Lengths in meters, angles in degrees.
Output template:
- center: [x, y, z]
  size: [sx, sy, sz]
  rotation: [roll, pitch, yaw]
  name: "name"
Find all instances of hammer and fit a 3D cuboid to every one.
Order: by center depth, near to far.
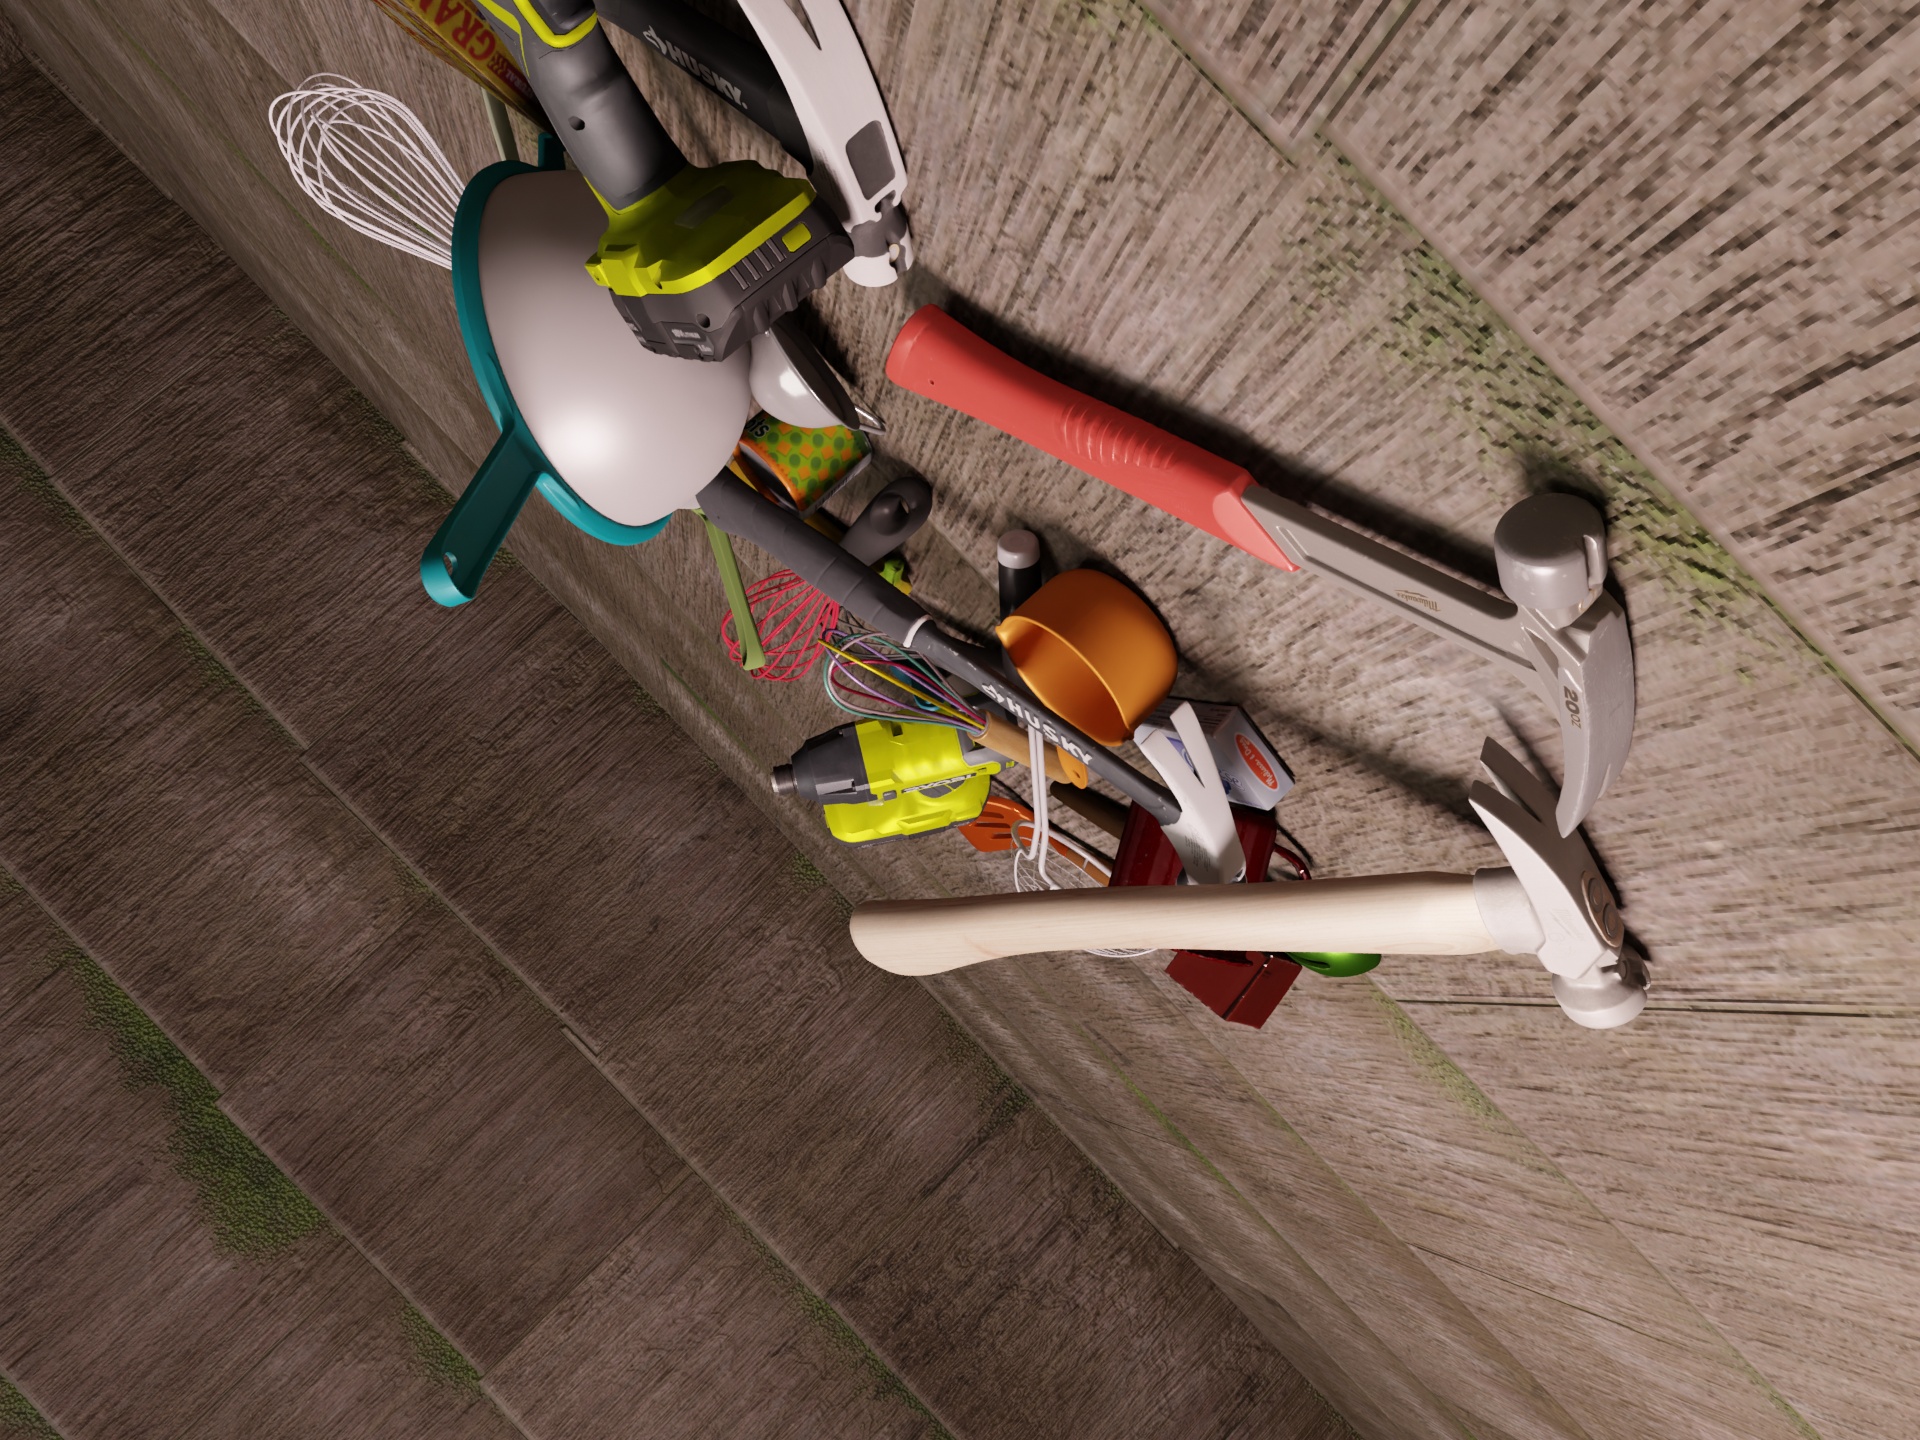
- center: [0.096, -0.085, 0.626]
  size: [0.359, 0.037, 0.148]
  rotation: [35, 163, 39]
  name: "hammer"
- center: [-0.151, -0.321, 0.694]
  size: [0.335, 0.035, 0.146]
  rotation: [41, 167, 25]
  name: "hammer"
- center: [0.094, 0.087, 0.754]
  size: [0.411, 0.038, 0.146]
  rotation: [-9, 131, 41]
  name: "hammer"
- center: [-0.013, -0.041, 0.851]
  size: [0.409, 0.036, 0.149]
  rotation: [36, 159, 32]
  name: "hammer"

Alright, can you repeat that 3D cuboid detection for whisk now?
- center: [-0.255, -0.248, 0.868]
  size: [0.070, 0.070, 0.284]
  rotation: [37, 180, 34]
  name: "whisk"
- center: [-0.001, -0.002, 1.003]
  size: [0.047, 0.051, 0.244]
  rotation: [-9, 155, 40]
  name: "whisk"
- center: [-0.087, -0.089, 1.030]
  size: [0.073, 0.073, 0.296]
  rotation: [48, 149, -6]
  name: "whisk"
- center: [-0.018, -0.048, 1.073]
  size: [0.239, 0.055, 0.055]
  rotation: [25, 156, 47]
  name: "whisk"

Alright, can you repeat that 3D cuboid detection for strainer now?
- center: [-0.175, -0.168, 0.802]
  size: [0.341, 0.095, 0.210]
  rotation: [-82, -27, -52]
  name: "strainer"
- center: [-0.117, -0.222, 0.803]
  size: [0.258, 0.050, 0.087]
  rotation: [53, -170, -47]
  name: "strainer"
- center: [-0.194, -0.150, 1.043]
  size: [0.151, 0.069, 0.256]
  rotation: [155, 98, -70]
  name: "strainer"

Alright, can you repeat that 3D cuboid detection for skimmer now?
- center: [0.072, 0.019, 0.974]
  size: [0.127, 0.090, 0.362]
  rotation: [46, 156, 39]
  name: "skimmer"

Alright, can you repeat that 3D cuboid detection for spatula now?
- center: [0.096, 0.118, 1.229]
  size: [0.323, 0.041, 0.080]
  rotation: [28, 157, 51]
  name: "spatula"

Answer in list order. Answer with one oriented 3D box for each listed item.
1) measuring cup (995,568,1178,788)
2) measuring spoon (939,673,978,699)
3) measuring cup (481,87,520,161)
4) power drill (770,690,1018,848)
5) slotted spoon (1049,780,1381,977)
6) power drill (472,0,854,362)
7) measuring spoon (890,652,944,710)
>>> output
- center: [0.074, -0.017, 0.852]
  size: [0.095, 0.052, 0.173]
  rotation: [40, 164, 23]
  name: "measuring cup"
- center: [0.000, -0.030, 1.152]
  size: [0.034, 0.018, 0.124]
  rotation: [35, 163, -12]
  name: "measuring spoon"
- center: [-0.248, -0.323, 0.947]
  size: [0.168, 0.038, 0.083]
  rotation: [71, -164, 7]
  name: "measuring cup"
- center: [-0.048, 0.038, 1.172]
  size: [0.223, 0.171, 0.080]
  rotation: [99, 158, -79]
  name: "power drill"
- center: [0.147, 0.094, 1.026]
  size: [0.070, 0.031, 0.314]
  rotation: [51, 168, -33]
  name: "slotted spoon"
- center: [-0.140, -0.255, 0.610]
  size: [0.228, 0.080, 0.191]
  rotation: [56, 165, -29]
  name: "power drill"
- center: [-0.024, -0.022, 1.100]
  size: [0.129, 0.042, 0.021]
  rotation: [-109, 11, -69]
  name: "measuring spoon"
